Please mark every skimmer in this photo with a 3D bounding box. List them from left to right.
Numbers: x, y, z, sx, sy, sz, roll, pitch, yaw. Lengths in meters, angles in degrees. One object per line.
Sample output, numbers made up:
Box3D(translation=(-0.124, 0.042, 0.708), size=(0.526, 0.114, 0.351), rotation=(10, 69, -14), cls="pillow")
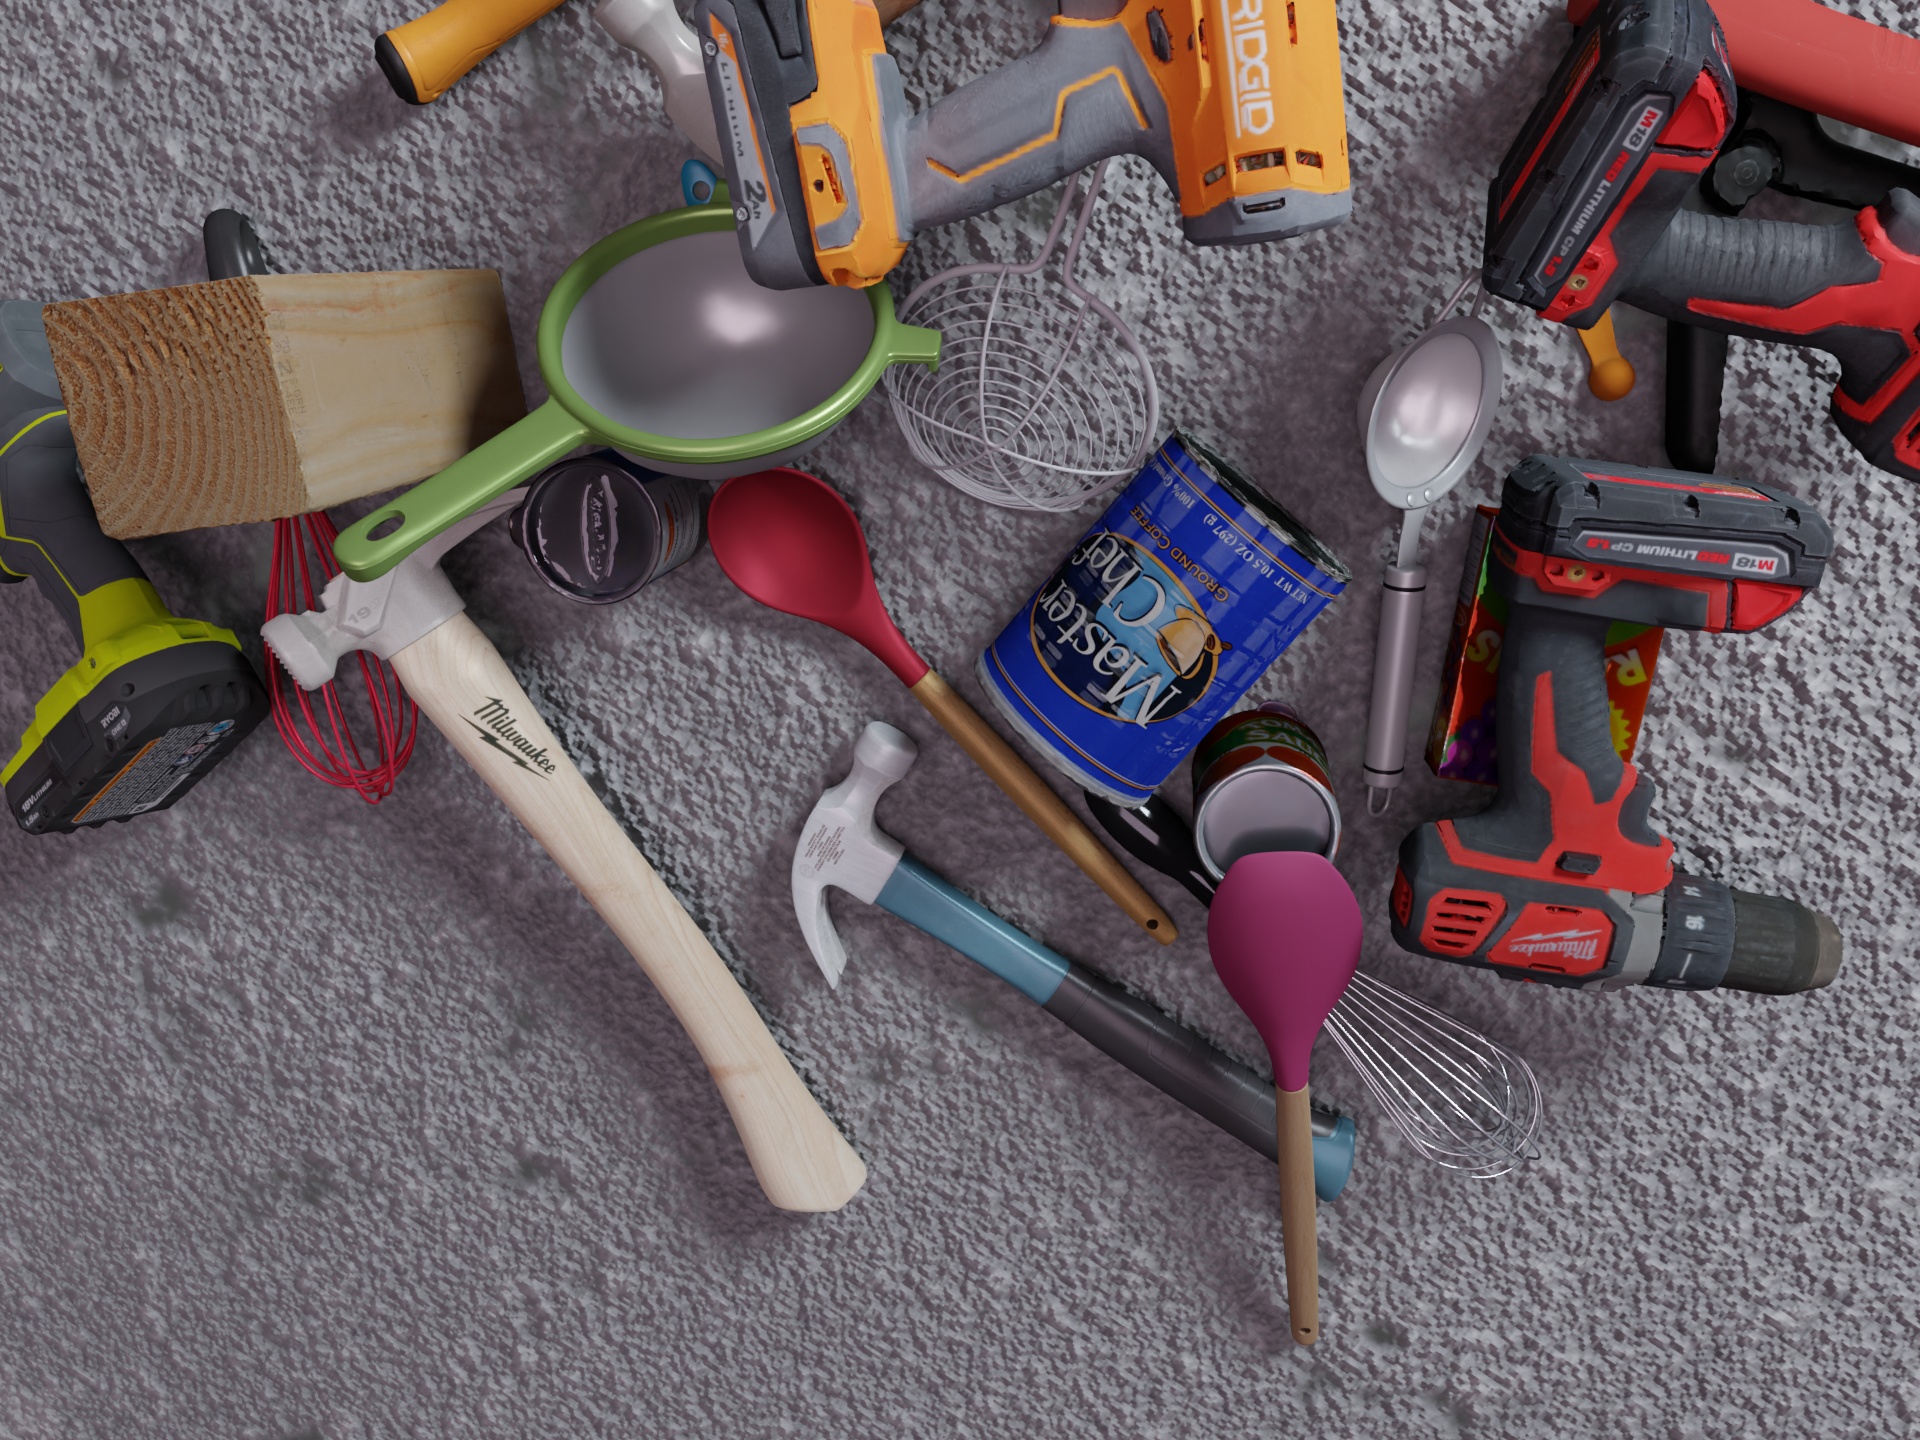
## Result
Box3D(translation=(0.068, -0.265, 0.679), size=(0.127, 0.090, 0.363), rotation=(20, 101, 4), cls="skimmer")

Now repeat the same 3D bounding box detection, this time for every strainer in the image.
Box3D(translation=(-0.141, -0.120, 0.671), size=(0.256, 0.069, 0.152), rotation=(-38, 64, -19), cls="strainer")
Box3D(translation=(0.200, -0.074, 0.720), size=(0.087, 0.050, 0.258), rotation=(-14, 116, -33), cls="strainer")

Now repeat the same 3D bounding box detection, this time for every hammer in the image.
Box3D(translation=(-0.162, 0.081, 0.805), size=(0.146, 0.038, 0.410), rotation=(-38, 107, -17), cls="hammer")
Box3D(translation=(-0.115, -0.358, 0.666), size=(0.337, 0.127, 0.034), rotation=(-24, 103, 24), cls="hammer")
Box3D(translation=(0.011, -0.314, 0.619), size=(0.331, 0.031, 0.130), rotation=(-21, 130, 33), cls="hammer")
Box3D(translation=(0.061, 0.140, 0.806), size=(0.331, 0.033, 0.128), rotation=(33, 107, -2), cls="hammer")
Box3D(translation=(0.408, -0.222, 0.621), size=(0.359, 0.037, 0.149), rotation=(17, 99, -3), cls="hammer")

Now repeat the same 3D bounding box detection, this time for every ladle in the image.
Box3D(translation=(-0.001, -0.002, 0.778), size=(0.069, 0.031, 0.315), rotation=(-41, 98, 19), cls="ladle")

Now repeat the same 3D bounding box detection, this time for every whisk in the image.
Box3D(translation=(-0.325, -0.101, 0.782), size=(0.073, 0.073, 0.295), rotation=(-9, 99, 11), cls="whisk")
Box3D(translation=(0.170, 0.121, 0.777), size=(0.284, 0.070, 0.070), rotation=(41, 108, 1), cls="whisk")

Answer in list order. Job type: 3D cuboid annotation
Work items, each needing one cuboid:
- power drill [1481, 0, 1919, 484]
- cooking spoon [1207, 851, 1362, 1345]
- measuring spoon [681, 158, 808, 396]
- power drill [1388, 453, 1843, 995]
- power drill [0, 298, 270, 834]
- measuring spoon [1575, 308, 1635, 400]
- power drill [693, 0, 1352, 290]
Box3D(translation=(0.321, -0.185, 0.592), size=(0.219, 0.079, 0.143), rotation=(22, 138, -1), cls="power drill")
Box3D(translation=(0.161, 0.193, 0.767), size=(0.069, 0.017, 0.318), rotation=(-3, 121, 11), cls="cooking spoon")
Box3D(translation=(-0.100, -0.198, 0.737), size=(0.042, 0.021, 0.128), rotation=(-22, 103, 14), cls="measuring spoon")
Box3D(translation=(0.294, 0.013, 0.672), size=(0.188, 0.080, 0.226), rotation=(9, 109, 6), cls="power drill")
Box3D(translation=(-0.456, -0.063, 0.782), size=(0.190, 0.080, 0.228), rotation=(-36, 82, 24), cls="power drill")
Box3D(translation=(0.268, -0.194, 0.689), size=(0.021, 0.011, 0.117), rotation=(-21, 102, 13), cls="measuring spoon")
Box3D(translation=(0.023, -0.250, 0.590), size=(0.226, 0.084, 0.164), rotation=(-4, 109, 15), cls="power drill")
